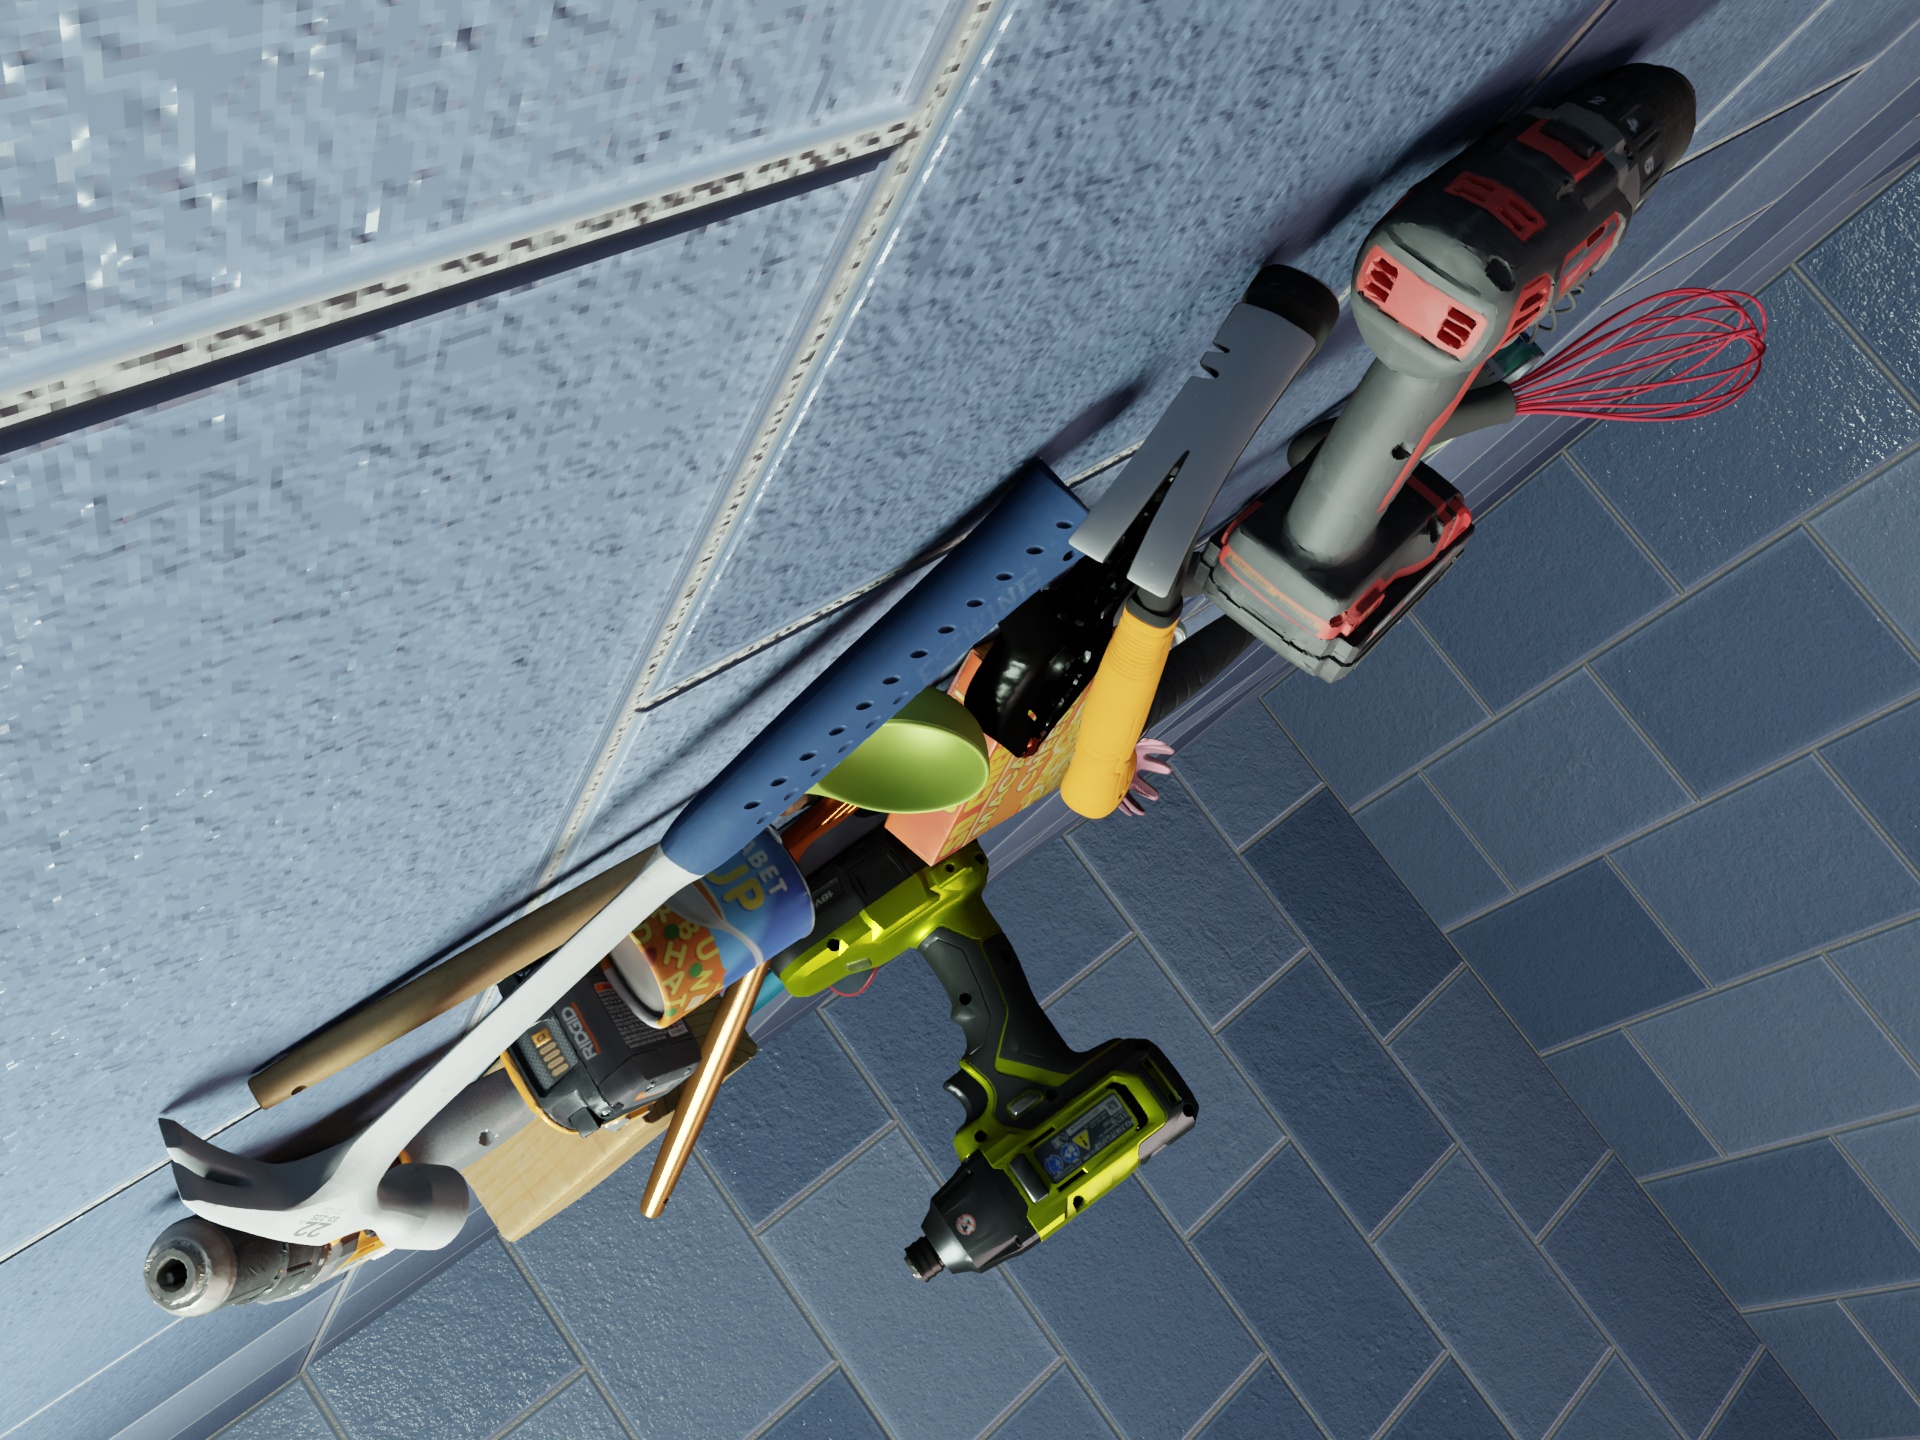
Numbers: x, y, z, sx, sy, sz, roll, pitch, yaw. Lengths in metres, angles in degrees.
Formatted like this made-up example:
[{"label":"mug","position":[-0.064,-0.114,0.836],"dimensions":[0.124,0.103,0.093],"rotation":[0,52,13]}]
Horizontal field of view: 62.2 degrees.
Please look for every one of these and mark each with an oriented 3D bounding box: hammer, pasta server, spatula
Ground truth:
[{"label":"hammer","position":[-0.081,0.129,1.052],"dimensions":[0.143,0.038,0.386],"rotation":[-33,164,-19]},{"label":"pasta server","position":[0.075,0.022,1.075],"dimensions":[0.060,0.040,0.316],"rotation":[-65,155,4]},{"label":"hammer","position":[0.071,-0.029,0.640],"dimensions":[0.127,0.034,0.336],"rotation":[-55,169,-22]},{"label":"spatula","position":[-0.104,0.139,0.823],"dimensions":[0.081,0.041,0.322],"rotation":[-21,139,-62]},{"label":"hammer","position":[-0.111,0.056,0.573],"dimensions":[0.405,0.035,0.144],"rotation":[-42,148,8]},{"label":"hammer","position":[0.165,-0.055,0.927],"dimensions":[0.335,0.035,0.146],"rotation":[-34,169,-47]}]

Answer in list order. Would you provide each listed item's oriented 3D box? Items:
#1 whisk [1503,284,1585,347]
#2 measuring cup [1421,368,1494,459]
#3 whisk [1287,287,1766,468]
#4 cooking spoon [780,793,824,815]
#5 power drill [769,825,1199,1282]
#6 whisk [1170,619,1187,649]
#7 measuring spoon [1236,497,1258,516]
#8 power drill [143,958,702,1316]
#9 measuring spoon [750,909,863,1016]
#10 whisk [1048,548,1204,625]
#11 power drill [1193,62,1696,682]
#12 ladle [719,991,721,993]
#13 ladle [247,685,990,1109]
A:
[{"label":"whisk","position":[0.271,-0.204,0.789],"dimensions":[0.055,0.055,0.239],"rotation":[-39,176,16]},{"label":"measuring cup","position":[0.239,-0.167,0.916],"dimensions":[0.167,0.038,0.083],"rotation":[-25,167,-28]},{"label":"whisk","position":[0.316,-0.179,0.874],"dimensions":[0.296,0.073,0.073],"rotation":[-16,168,-10]},{"label":"cooking spoon","position":[-0.001,-0.003,0.870],"dimensions":[0.068,0.017,0.319],"rotation":[-46,168,35]},{"label":"power drill","position":[-0.004,0.174,0.862],"dimensions":[0.171,0.223,0.080],"rotation":[-34,163,-10]},{"label":"whisk","position":[0.071,0.001,1.140],"dimensions":[0.246,0.057,0.059],"rotation":[-37,-153,-18]},{"label":"measuring spoon","position":[0.138,-0.099,0.953],"dimensions":[0.124,0.018,0.034],"rotation":[-31,172,9]},{"label":"power drill","position":[-0.251,0.197,0.748],"dimensions":[0.226,0.084,0.185],"rotation":[-33,171,2]},{"label":"measuring spoon","position":[-0.094,0.151,0.941],"dimensions":[0.128,0.021,0.042],"rotation":[-39,136,-2]},{"label":"whisk","position":[0.154,-0.085,0.836],"dimensions":[0.284,0.070,0.070],"rotation":[-16,162,-31]},{"label":"power drill","position":[0.192,-0.139,0.622],"dimensions":[0.188,0.080,0.226],"rotation":[-40,161,-31]},{"label":"ladle","position":[-0.070,0.089,1.082],"dimensions":[0.315,0.031,0.069],"rotation":[-40,170,7]},{"label":"ladle","position":[-0.125,0.072,0.642],"dimensions":[0.320,0.062,0.078],"rotation":[-30,157,-24]}]
